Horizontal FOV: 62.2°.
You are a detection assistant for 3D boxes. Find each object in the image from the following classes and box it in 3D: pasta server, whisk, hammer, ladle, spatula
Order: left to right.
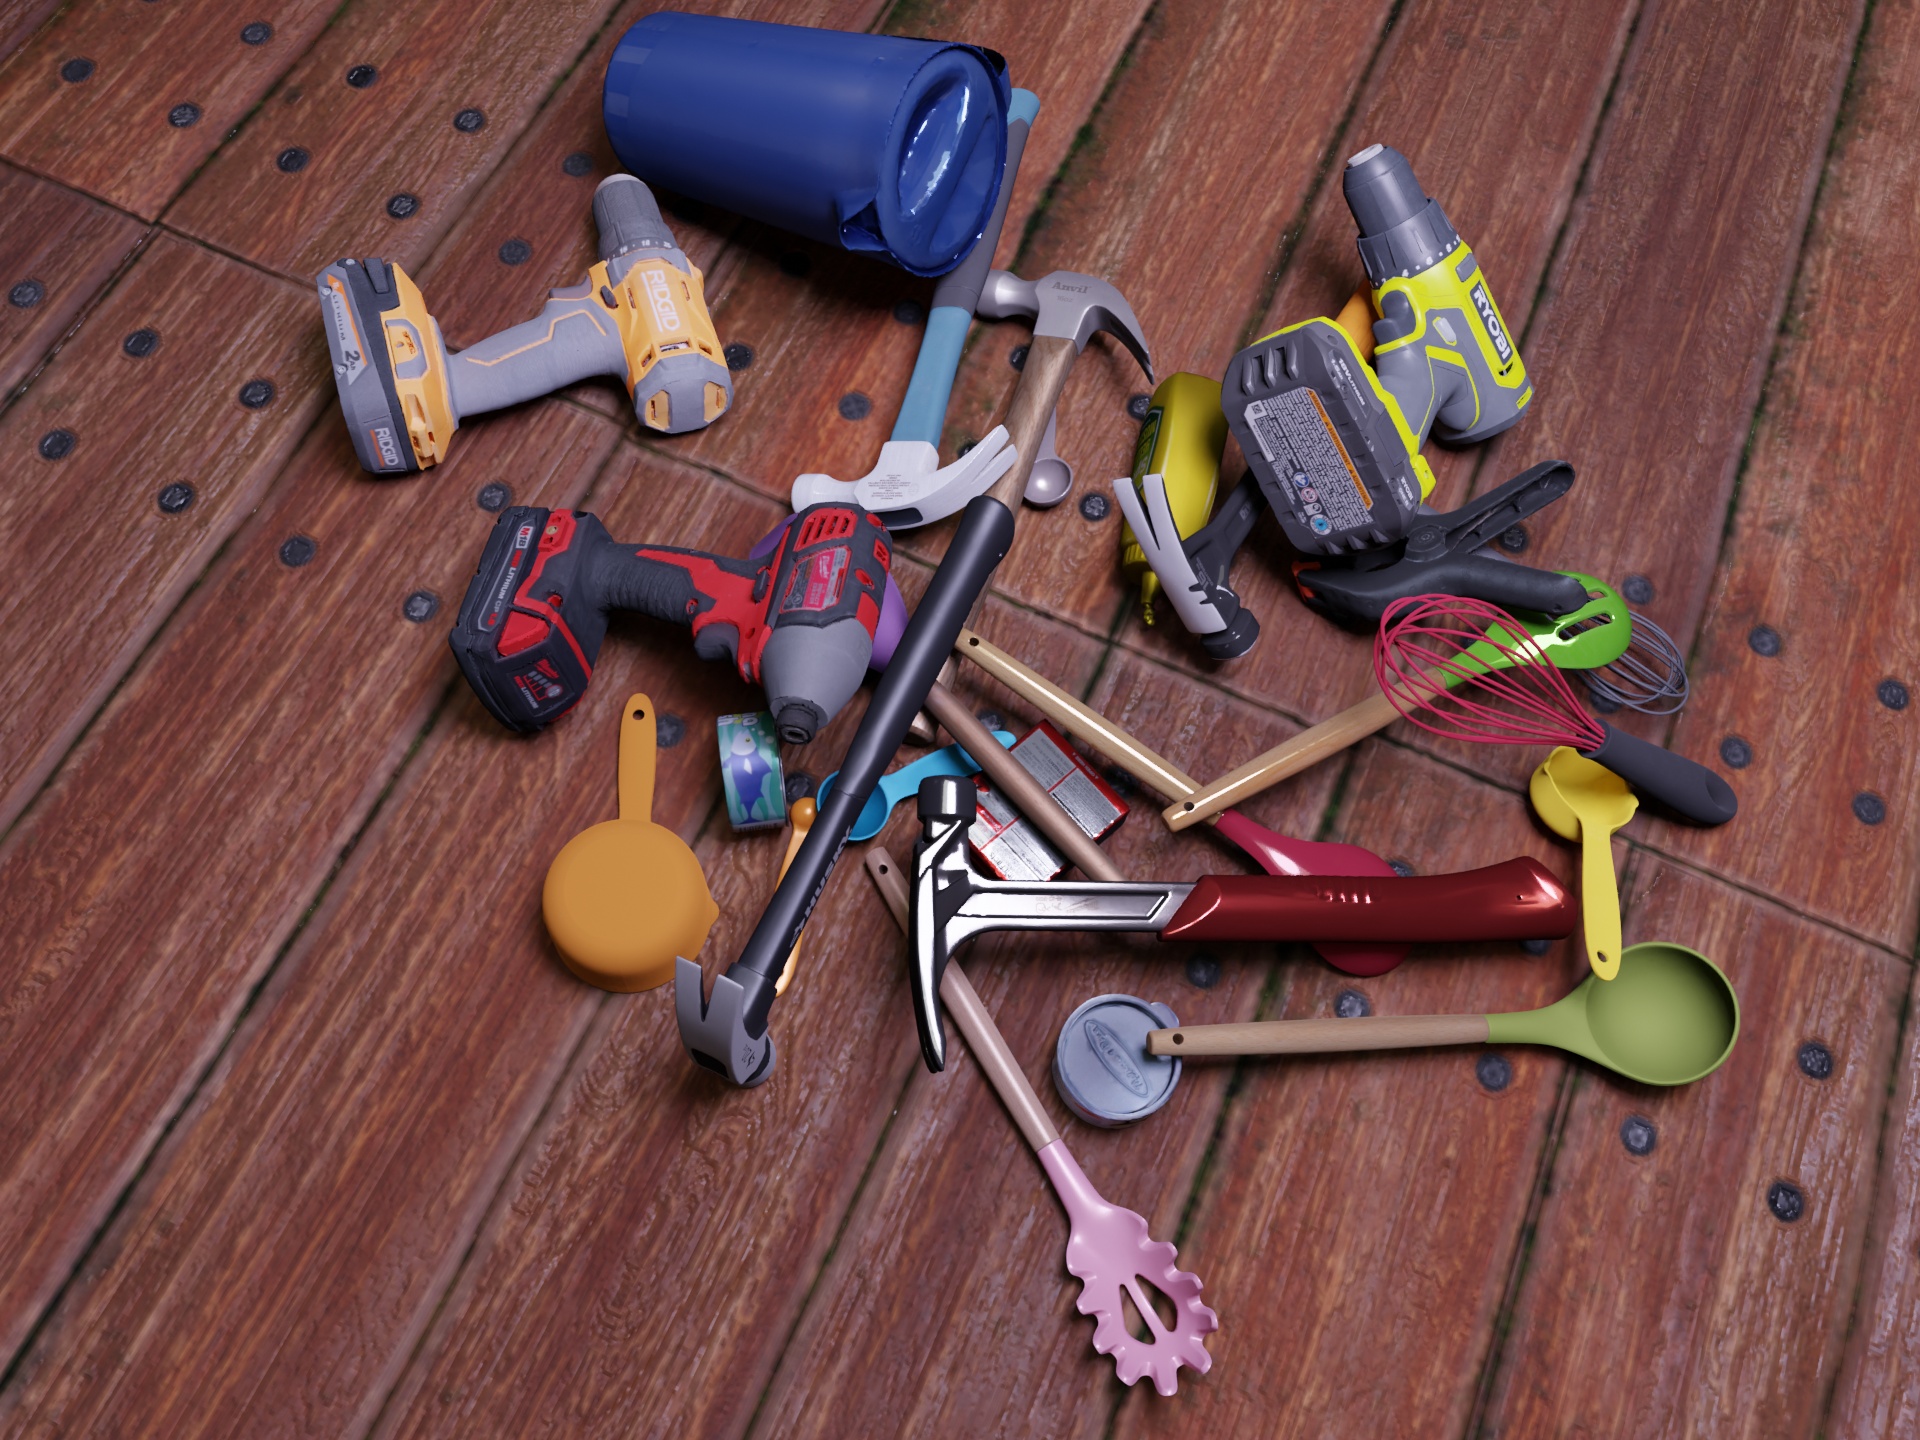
[{"bbox_3d":[-0.052,0.025,0.822,0.035,0.146,0.335,23,71,11],"label":"hammer"},{"bbox_3d":[-0.005,-0.266,1.003,0.128,0.033,0.331,5,66,22],"label":"hammer"},{"bbox_3d":[-0.001,-0.003,0.889,0.060,0.018,0.316,-42,76,-6],"label":"spatula"},{"bbox_3d":[0.025,-0.136,0.966,0.130,0.031,0.331,12,68,22],"label":"hammer"},{"bbox_3d":[0.031,0.197,0.830,0.060,0.040,0.316,-31,71,-5],"label":"pasta server"},{"bbox_3d":[0.124,0.038,0.893,0.315,0.031,0.069,34,69,4],"label":"ladle"},{"bbox_3d":[0.152,0.108,0.834,0.359,0.036,0.149,2,75,-10],"label":"hammer"},{"bbox_3d":[0.207,-0.194,0.979,0.337,0.034,0.127,-53,123,-31],"label":"hammer"},{"bbox_3d":[0.256,0.160,0.839,0.320,0.062,0.078,0,64,-10],"label":"ladle"},{"bbox_3d":[0.339,-0.080,0.975,0.239,0.055,0.055,36,68,15],"label":"whisk"},{"bbox_3d":[0.335,0.003,0.873,0.295,0.073,0.073,23,63,-28],"label":"whisk"}]

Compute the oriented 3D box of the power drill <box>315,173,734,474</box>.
[{"bbox_3d":[-0.269,-0.251,0.980,0.226,0.084,0.185,-13,66,-14],"label":"power drill"}]

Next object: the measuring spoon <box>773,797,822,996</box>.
[{"bbox_3d":[-0.093,0.095,0.877,0.021,0.011,0.117,9,66,-1],"label":"measuring spoon"}]

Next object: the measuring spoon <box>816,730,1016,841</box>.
[{"bbox_3d":[-0.025,0.035,0.911,0.128,0.021,0.042,-22,77,-23],"label":"measuring spoon"}]

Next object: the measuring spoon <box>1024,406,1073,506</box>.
[{"bbox_3d":[0.053,-0.185,1.013,0.034,0.018,0.124,-9,60,12],"label":"measuring spoon"}]

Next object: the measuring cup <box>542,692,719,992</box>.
[{"bbox_3d":[-0.180,0.057,0.864,0.095,0.052,0.174,0,69,-5],"label":"measuring cup"}]

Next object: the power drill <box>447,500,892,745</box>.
[{"bbox_3d":[-0.152,-0.051,0.863,0.219,0.078,0.143,1,55,12],"label":"power drill"}]

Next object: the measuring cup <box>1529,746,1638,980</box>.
[{"bbox_3d":[0.349,0.082,0.892,0.062,0.029,0.157,20,52,-8],"label":"measuring cup"}]

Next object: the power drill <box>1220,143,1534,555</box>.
[{"bbox_3d":[0.248,-0.221,0.944,0.228,0.080,0.190,-47,113,-37],"label":"power drill"}]

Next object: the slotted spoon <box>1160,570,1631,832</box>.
[{"bbox_3d":[0.249,-0.011,0.895,0.314,0.031,0.070,-26,62,-12],"label":"slotted spoon"}]
